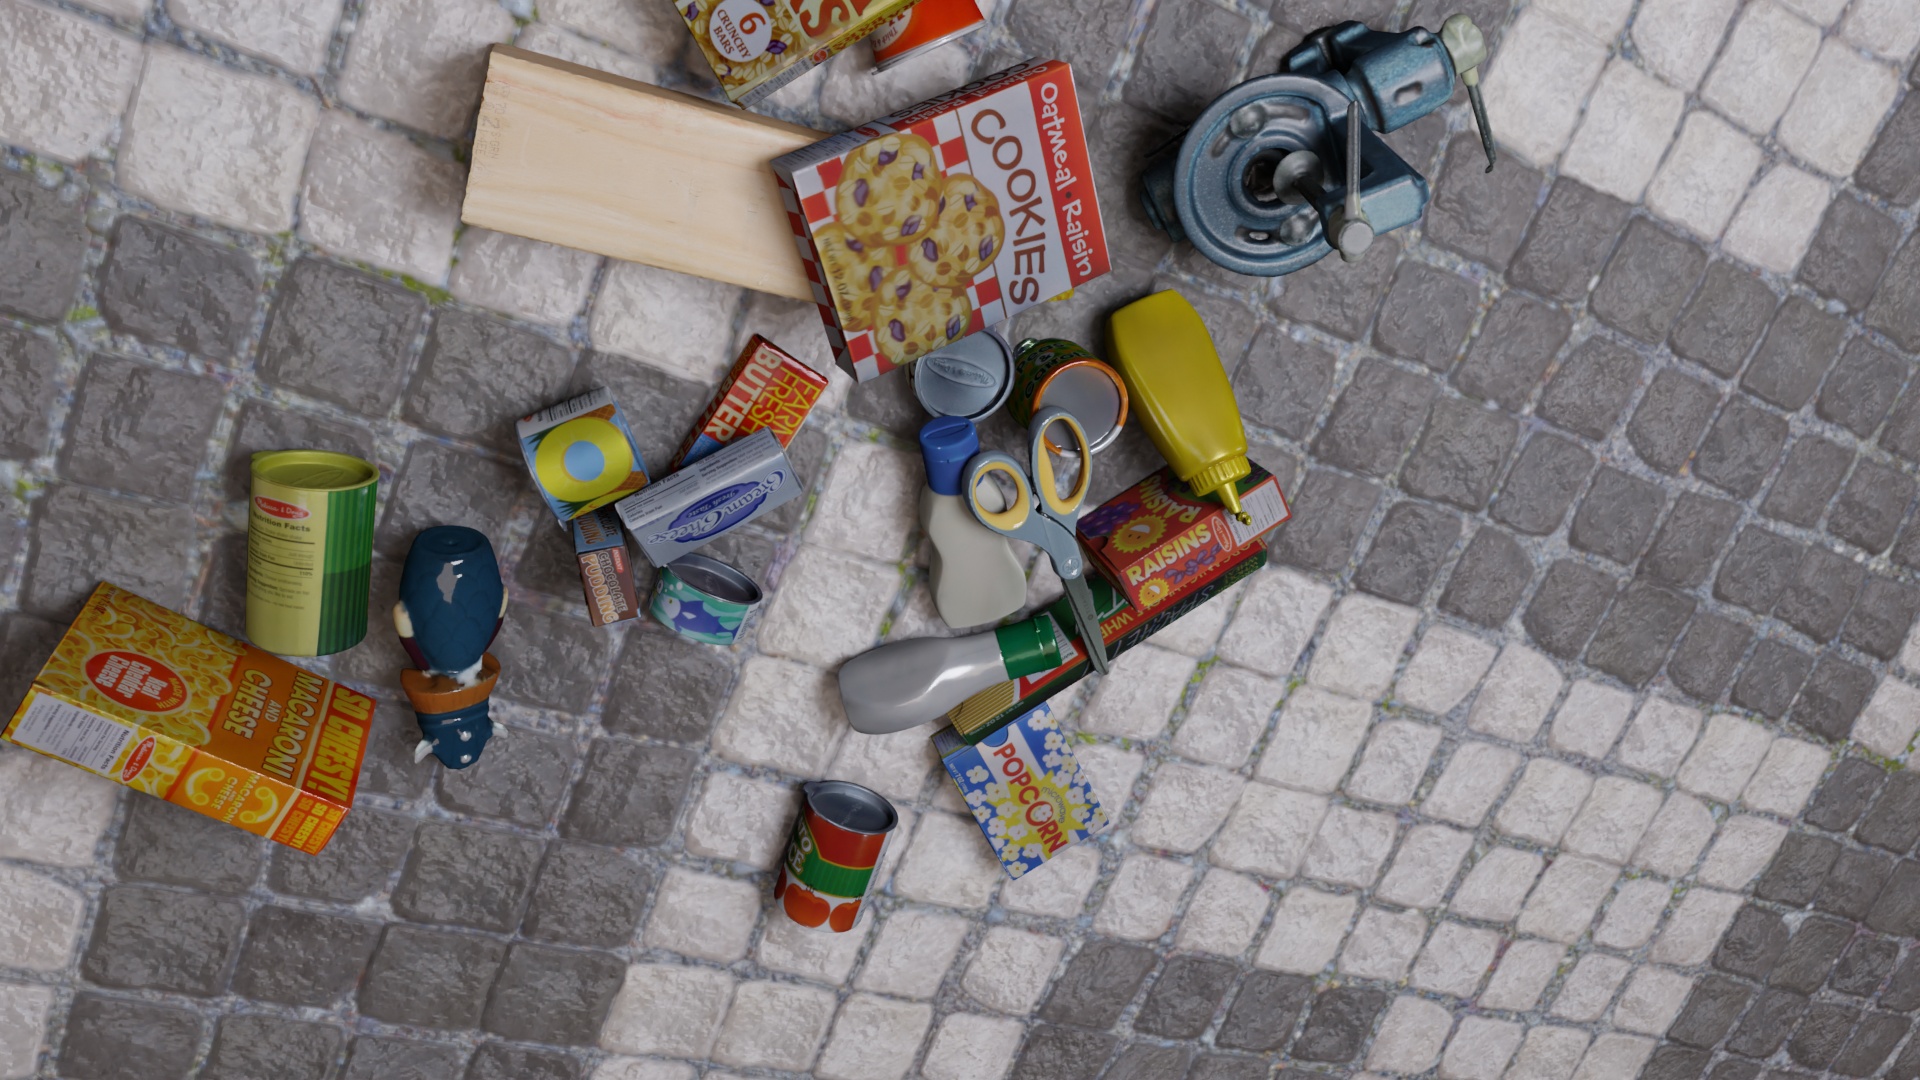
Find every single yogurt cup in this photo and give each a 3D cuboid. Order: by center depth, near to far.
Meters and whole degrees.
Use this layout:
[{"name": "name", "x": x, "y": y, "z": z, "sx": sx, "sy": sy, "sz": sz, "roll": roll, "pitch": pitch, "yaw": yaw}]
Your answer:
[{"name": "yogurt cup", "x": -0.026, "y": -0.303, "z": 0.784, "sx": 0.072, "sy": 0.072, "sz": 0.053, "roll": -25, "pitch": 108, "yaw": -6}]

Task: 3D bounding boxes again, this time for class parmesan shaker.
[{"name": "parmesan shaker", "x": -0.375, "y": 0.006, "z": 0.797, "sx": 0.071, "sy": 0.071, "sz": 0.102, "roll": 5, "pitch": 110, "yaw": -19}]

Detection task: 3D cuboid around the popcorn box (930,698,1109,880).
[{"name": "popcorn box", "x": 0.044, "y": 0.175, "z": 1.009, "sx": 0.085, "sy": 0.038, "sz": 0.126, "roll": -29, "pitch": 117, "yaw": -3}]

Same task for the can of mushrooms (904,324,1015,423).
[{"name": "can of mushrooms", "x": 0.000, "y": -0.112, "z": 0.884, "sx": 0.071, "sy": 0.033, "sz": 0.070, "roll": -6, "pitch": 112, "yaw": -14}]

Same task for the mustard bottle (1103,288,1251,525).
[{"name": "mustard bottle", "x": 0.147, "y": -0.080, "z": 0.893, "sx": 0.065, "sy": 0.048, "sz": 0.160, "roll": -22, "pitch": 82, "yaw": -6}]

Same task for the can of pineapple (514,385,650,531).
[{"name": "can of pineapple", "x": -0.222, "y": -0.049, "z": 0.821, "sx": 0.058, "sy": 0.071, "sz": 0.070, "roll": -23, "pitch": 116, "yaw": -7}]

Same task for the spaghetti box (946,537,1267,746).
[{"name": "spaghetti box", "x": 0.098, "y": 0.056, "z": 0.969, "sx": 0.250, "sy": 0.050, "sz": 0.028, "roll": -31, "pitch": 151, "yaw": -4}]

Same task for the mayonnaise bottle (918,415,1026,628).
[{"name": "mayonnaise bottle", "x": 0.003, "y": -0.011, "z": 0.903, "sx": 0.065, "sy": 0.041, "sz": 0.147, "roll": -17, "pitch": 128, "yaw": -7}]

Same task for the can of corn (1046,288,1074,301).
[{"name": "can of corn", "x": 0.041, "y": -0.181, "z": 0.849, "sx": 0.071, "sy": 0.071, "sz": 0.058, "roll": 1, "pitch": 112, "yaw": -17}]

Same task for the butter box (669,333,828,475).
[{"name": "butter box", "x": -0.131, "y": -0.072, "z": 0.864, "sx": 0.053, "sy": 0.024, "sz": 0.103, "roll": 30, "pitch": 100, "yaw": -26}]

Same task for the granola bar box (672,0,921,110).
[{"name": "granola bar box", "x": -0.108, "y": -0.332, "z": 0.726, "sx": 0.124, "sy": 0.039, "sz": 0.165, "roll": -30, "pitch": 100, "yaw": 5}]

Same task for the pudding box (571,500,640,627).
[{"name": "pudding box", "x": -0.215, "y": 0.012, "z": 0.838, "sx": 0.030, "sy": 0.084, "sz": 0.049, "roll": -12, "pitch": 114, "yaw": -12}]

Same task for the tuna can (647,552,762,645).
[{"name": "tuna can", "x": -0.163, "y": 0.036, "z": 0.873, "sx": 0.071, "sy": 0.071, "sz": 0.032, "roll": 20, "pitch": 105, "yaw": -23}]

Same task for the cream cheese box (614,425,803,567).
[{"name": "cream cheese box", "x": -0.149, "y": -0.026, "z": 0.834, "sx": 0.104, "sy": 0.024, "sz": 0.053, "roll": -28, "pitch": 154, "yaw": -7}]

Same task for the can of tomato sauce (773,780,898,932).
[{"name": "can of tomato sauce", "x": -0.089, "y": 0.220, "z": 0.970, "sx": 0.071, "sy": 0.071, "sz": 0.082, "roll": 13, "pitch": 107, "yaw": -21}]

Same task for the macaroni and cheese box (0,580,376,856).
[{"name": "macaroni and cheese box", "x": -0.425, "y": 0.100, "z": 0.785, "sx": 0.166, "sy": 0.124, "sz": 0.040, "roll": 31, "pitch": 102, "yaw": -25}]

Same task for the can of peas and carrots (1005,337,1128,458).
[{"name": "can of peas and carrots", "x": 0.067, "y": -0.094, "z": 0.898, "sx": 0.071, "sy": 0.059, "sz": 0.070, "roll": -6, "pitch": 112, "yaw": -15}]

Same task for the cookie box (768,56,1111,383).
[{"name": "cookie box", "x": -0.006, "y": -0.177, "z": 0.760, "sx": 0.168, "sy": 0.040, "sz": 0.122, "roll": -27, "pitch": 124, "yaw": -16}]

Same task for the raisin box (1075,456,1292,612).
[{"name": "raisin box", "x": 0.148, "y": -0.013, "z": 0.940, "sx": 0.123, "sy": 0.086, "sz": 0.040, "roll": -32, "pitch": 119, "yaw": -3}]

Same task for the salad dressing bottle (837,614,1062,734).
[{"name": "salad dressing bottle", "x": -0.006, "y": 0.087, "z": 0.935, "sx": 0.148, "sy": 0.064, "sz": 0.043, "roll": -16, "pitch": 129, "yaw": 2}]
